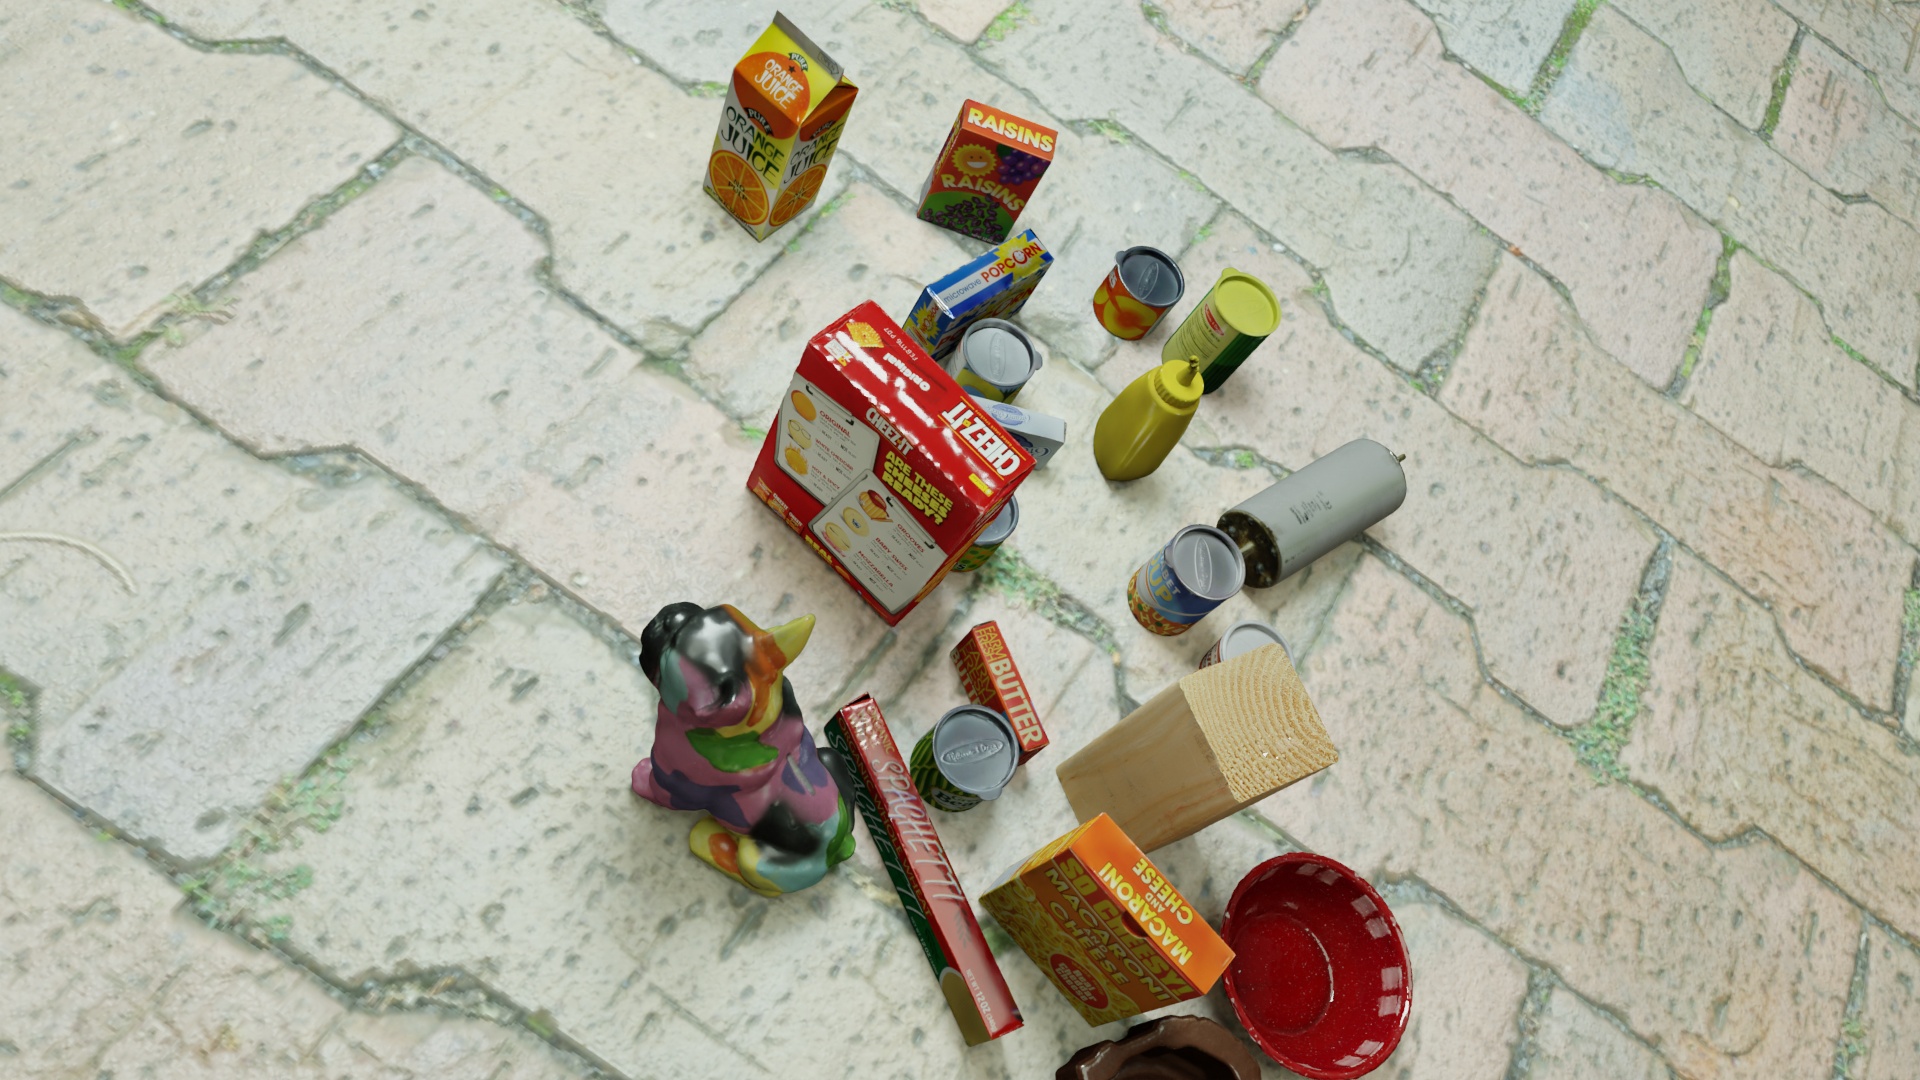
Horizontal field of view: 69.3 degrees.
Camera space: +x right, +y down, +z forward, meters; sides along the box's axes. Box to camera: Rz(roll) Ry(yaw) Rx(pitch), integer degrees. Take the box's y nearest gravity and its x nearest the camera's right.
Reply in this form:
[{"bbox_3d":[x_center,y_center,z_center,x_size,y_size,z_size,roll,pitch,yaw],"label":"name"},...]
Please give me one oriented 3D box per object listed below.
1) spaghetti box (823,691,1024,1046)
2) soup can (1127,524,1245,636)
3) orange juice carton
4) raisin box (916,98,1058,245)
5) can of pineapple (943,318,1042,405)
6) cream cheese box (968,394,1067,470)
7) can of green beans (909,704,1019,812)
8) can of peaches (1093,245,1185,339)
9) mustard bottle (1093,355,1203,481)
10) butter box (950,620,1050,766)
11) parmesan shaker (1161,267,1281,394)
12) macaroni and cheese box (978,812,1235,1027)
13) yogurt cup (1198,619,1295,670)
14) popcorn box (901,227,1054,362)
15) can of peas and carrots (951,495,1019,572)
[{"bbox_3d":[-0.029,0.228,0.970,0.029,0.050,0.250,-19,73,-28],"label":"spaghetti box"},{"bbox_3d":[0.179,0.033,1.127,0.071,0.083,0.071,9,63,-17],"label":"soup can"},{"bbox_3d":[-0.144,-0.337,1.121,0.072,0.191,0.073,44,58,3],"label":"orange juice carton"},{"bbox_3d":[0.022,-0.321,1.218,0.086,0.122,0.040,17,61,-13],"label":"raisin box"},{"bbox_3d":[0.025,-0.143,1.170,0.071,0.057,0.071,9,63,-17],"label":"can of pineapple"},{"bbox_3d":[0.030,-0.090,1.148,0.104,0.053,0.024,13,62,-15],"label":"cream cheese box"},{"bbox_3d":[0.002,0.160,1.011,0.071,0.057,0.071,9,63,-17],"label":"can of green beans"},{"bbox_3d":[0.159,-0.225,1.262,0.071,0.057,0.071,9,63,-17],"label":"can of peaches"},{"bbox_3d":[0.161,-0.106,1.144,0.049,0.159,0.065,-4,67,-23],"label":"mustard bottle"},{"bbox_3d":[0.028,0.117,1.045,0.024,0.053,0.104,-15,72,-27],"label":"butter box"},{"bbox_3d":[0.231,-0.186,1.244,0.071,0.102,0.071,9,63,-17],"label":"parmesan shaker"},{"bbox_3d":[0.092,0.260,0.933,0.124,0.165,0.040,47,59,5],"label":"macaroni and cheese box"},{"bbox_3d":[0.230,0.104,1.129,0.072,0.053,0.072,9,63,-17],"label":"yogurt cup"},{"bbox_3d":[0.012,-0.205,1.179,0.127,0.085,0.038,-35,82,-31],"label":"popcorn box"},{"bbox_3d":[0.004,-0.014,1.097,0.071,0.058,0.071,9,63,-17],"label":"can of peas and carrots"}]
